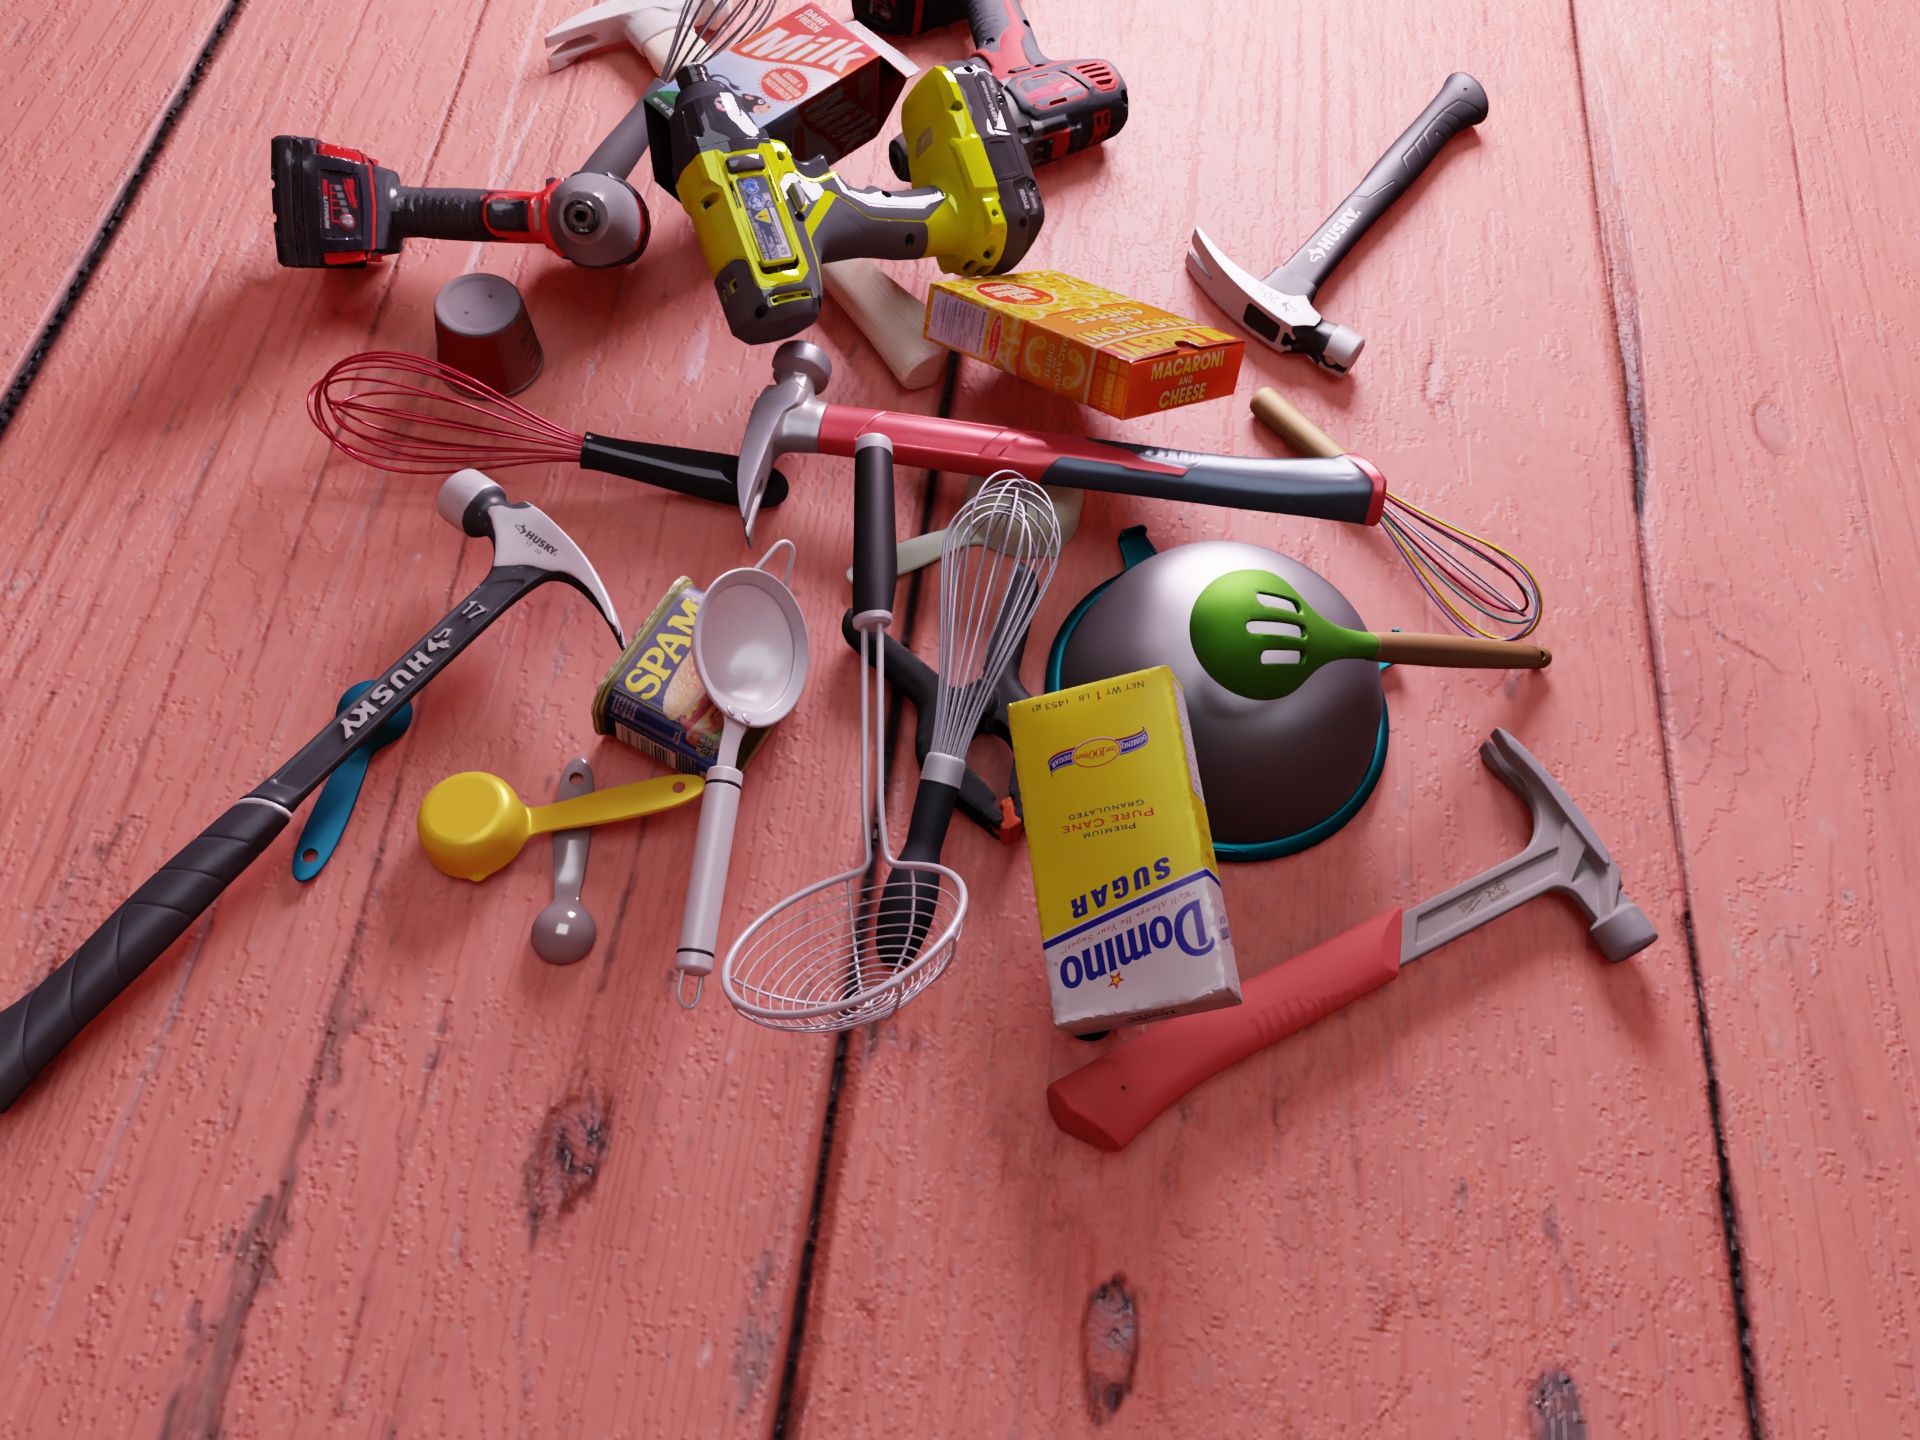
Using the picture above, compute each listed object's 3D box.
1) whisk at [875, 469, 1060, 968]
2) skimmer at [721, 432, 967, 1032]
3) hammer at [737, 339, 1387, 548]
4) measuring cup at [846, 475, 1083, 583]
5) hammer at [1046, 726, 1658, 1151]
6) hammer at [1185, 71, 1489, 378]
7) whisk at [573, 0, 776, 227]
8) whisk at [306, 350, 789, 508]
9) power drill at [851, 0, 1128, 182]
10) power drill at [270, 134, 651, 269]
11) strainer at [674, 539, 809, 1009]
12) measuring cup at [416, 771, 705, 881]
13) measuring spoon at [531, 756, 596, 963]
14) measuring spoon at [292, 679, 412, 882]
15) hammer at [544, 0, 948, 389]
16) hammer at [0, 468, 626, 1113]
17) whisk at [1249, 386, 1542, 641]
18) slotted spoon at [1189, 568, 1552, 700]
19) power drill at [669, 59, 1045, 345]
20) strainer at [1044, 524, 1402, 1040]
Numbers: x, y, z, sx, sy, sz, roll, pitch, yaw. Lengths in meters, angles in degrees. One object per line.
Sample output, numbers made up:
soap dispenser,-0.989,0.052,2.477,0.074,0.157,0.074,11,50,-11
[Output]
whisk,-0.001,-0.002,0.878,0.070,0.070,0.285,14,81,2
skimmer,-0.058,-0.011,0.835,0.127,0.090,0.364,-11,63,20
hammer,0.059,-0.146,0.964,0.386,0.038,0.143,9,60,6
measuring cup,0.003,-0.127,0.994,0.167,0.038,0.083,-25,66,-21
hammer,0.204,0.128,0.872,0.359,0.036,0.149,-22,65,-18
hammer,0.301,-0.391,1.185,0.146,0.035,0.335,34,62,12
whisk,-0.206,-0.438,1.102,0.055,0.055,0.239,36,90,14
whisk,-0.252,-0.172,0.985,0.295,0.073,0.073,11,59,-7
power drill,-0.003,-0.498,1.191,0.188,0.080,0.227,-23,68,-18
power drill,-0.314,-0.325,1.019,0.219,0.078,0.143,2,16,-6
strainer,-0.125,0.024,0.832,0.050,0.086,0.259,-12,61,35
measuring cup,-0.217,0.044,0.862,0.156,0.029,0.062,-12,56,-2
measuring spoon,-0.214,0.072,0.867,0.034,0.018,0.124,0,59,-6
measuring spoon,-0.340,0.029,0.874,0.042,0.021,0.129,11,58,0
hammer,-0.143,-0.381,1.128,0.146,0.038,0.411,-28,67,-19
hammer,-0.350,0.037,0.841,0.149,0.036,0.409,33,68,18
whisk,0.281,-0.141,1.034,0.051,0.047,0.245,-34,66,-21
slotted spoon,0.248,-0.043,0.903,0.313,0.031,0.070,1,82,-39
power drill,-0.070,-0.346,1.020,0.223,0.080,0.171,-20,90,-29
strainer,0.134,0.018,0.894,0.211,0.095,0.340,23,59,7
